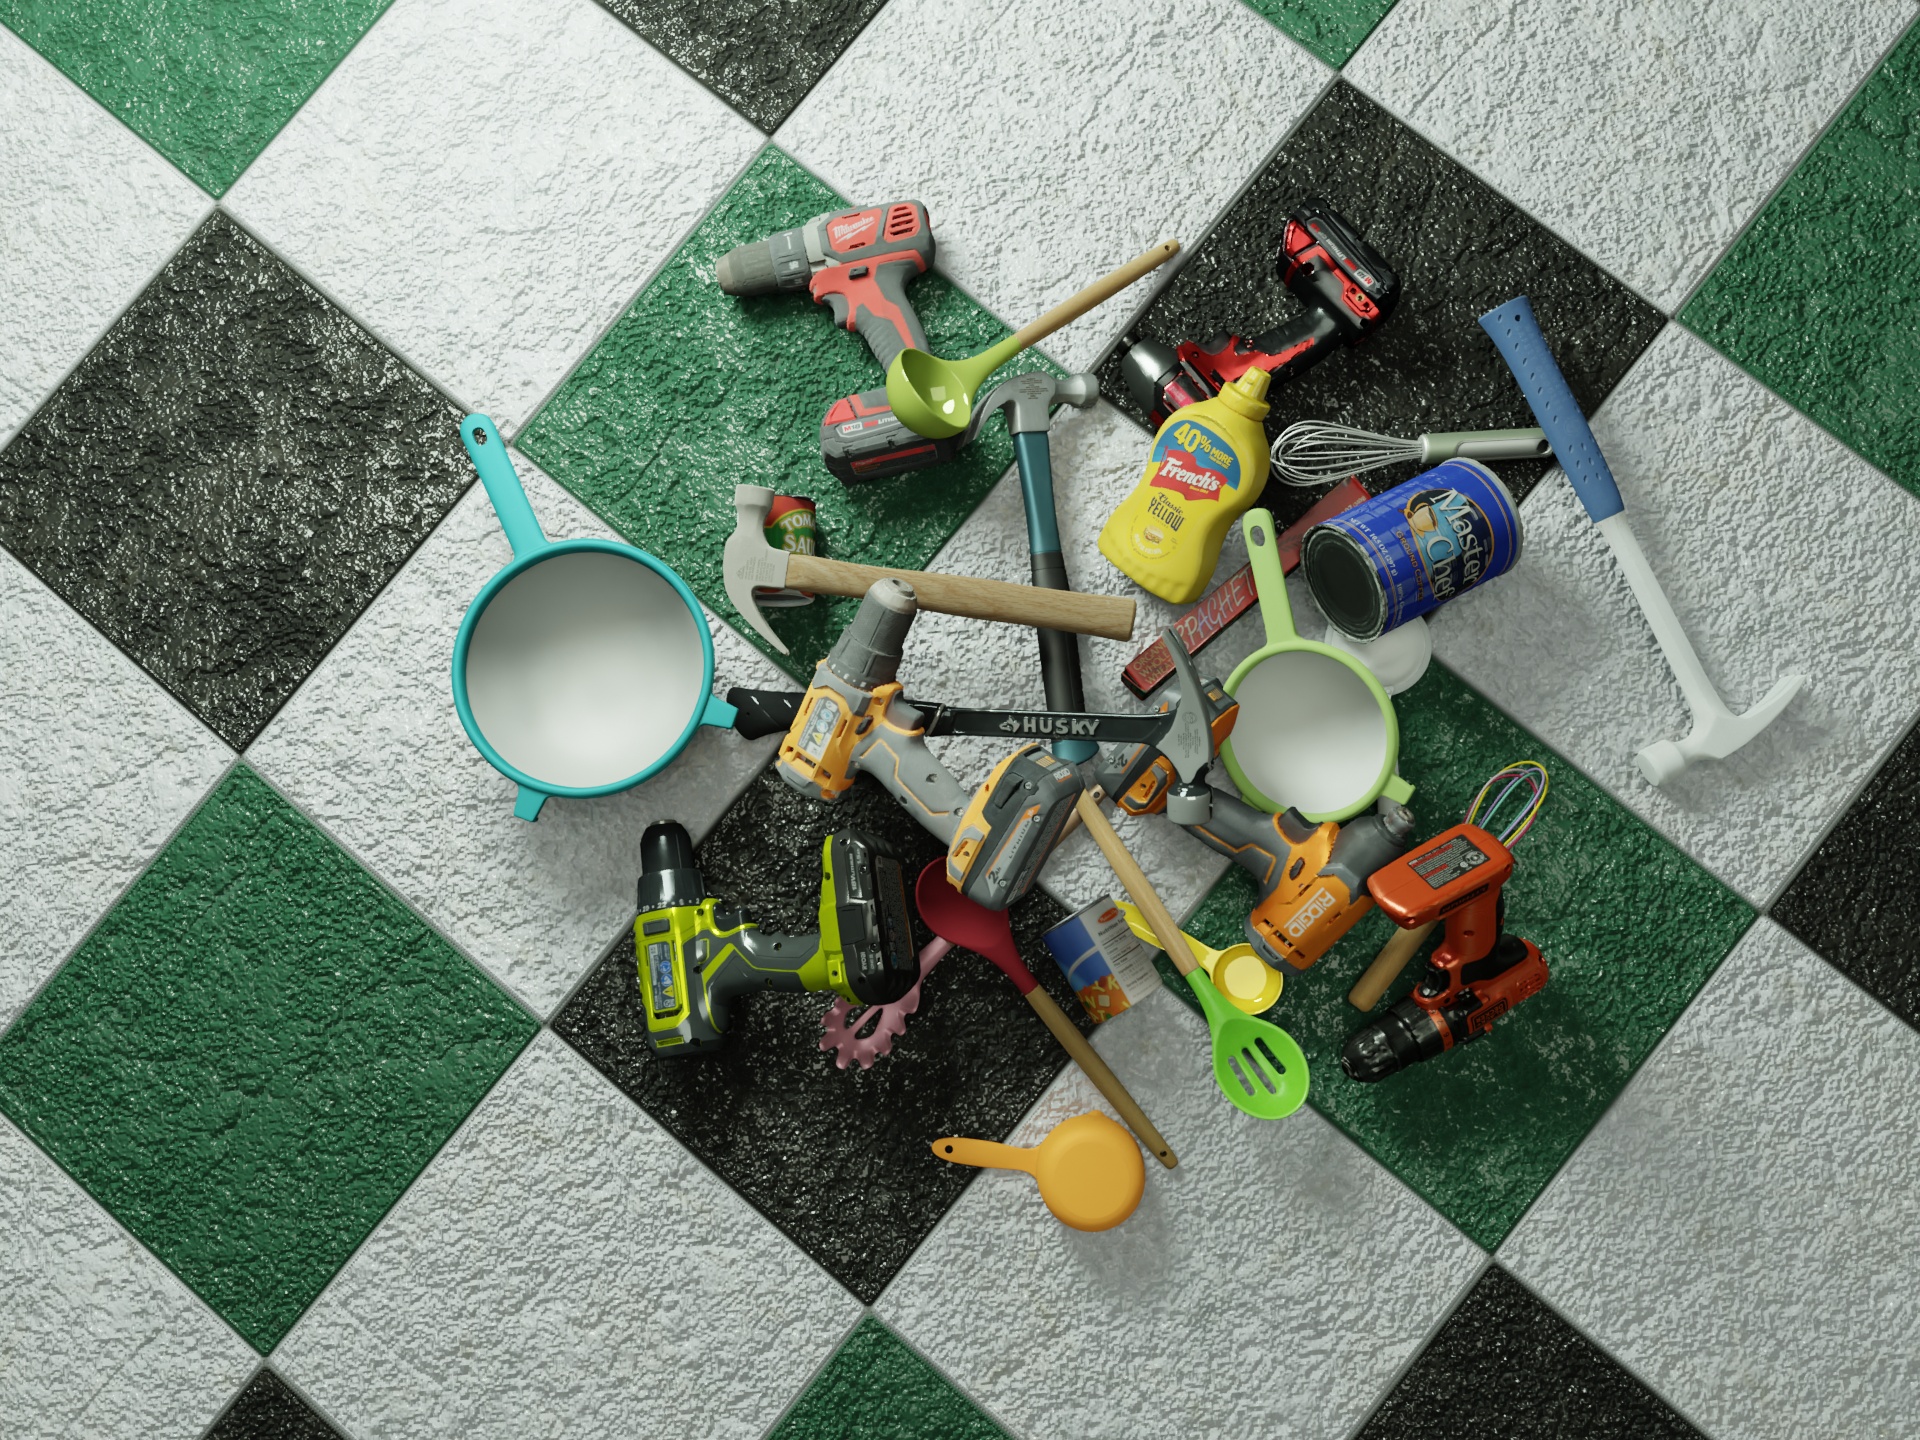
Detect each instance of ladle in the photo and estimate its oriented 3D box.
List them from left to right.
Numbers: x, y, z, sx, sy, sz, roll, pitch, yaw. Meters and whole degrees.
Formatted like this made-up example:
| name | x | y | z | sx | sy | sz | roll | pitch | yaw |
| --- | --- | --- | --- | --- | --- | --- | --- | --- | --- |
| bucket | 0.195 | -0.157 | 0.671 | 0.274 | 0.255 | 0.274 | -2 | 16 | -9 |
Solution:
| name | x | y | z | sx | sy | sz | roll | pitch | yaw |
| --- | --- | --- | --- | --- | --- | --- | --- | --- | --- |
| ladle | 0.069 | -0.324 | 1.295 | 0.320 | 0.062 | 0.078 | -36 | 91 | -22 |
| ladle | 0.074 | 0.235 | 1.275 | 0.069 | 0.031 | 0.315 | -38 | 92 | 5 |

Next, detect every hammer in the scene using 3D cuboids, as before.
| name | x | y | z | sx | sy | sz | roll | pitch | yaw |
| --- | --- | --- | --- | --- | --- | --- | --- | --- | --- |
| hammer | -0.025 | -0.100 | 1.271 | 0.331 | 0.031 | 0.130 | 9 | 93 | 1 |
| hammer | -0.002 | -0.004 | 1.258 | 0.409 | 0.036 | 0.149 | 3 | 104 | 21 |
| hammer | 0.074 | -0.125 | 1.316 | 0.128 | 0.033 | 0.331 | -6 | 87 | -25 |
| hammer | 0.536 | -0.158 | 1.290 | 0.144 | 0.035 | 0.405 | -26 | 89 | -1 |

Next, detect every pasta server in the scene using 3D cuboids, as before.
| name | x | y | z | sx | sy | sz | roll | pitch | yaw |
| --- | --- | --- | --- | --- | --- | --- | --- | --- | --- |
| pasta server | 0.008 | 0.162 | 1.299 | 0.316 | 0.040 | 0.060 | -44 | 91 | -3 |

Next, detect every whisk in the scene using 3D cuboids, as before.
| name | x | y | z | sx | sy | sz | roll | pitch | yaw |
| --- | --- | --- | --- | --- | --- | --- | --- | --- | --- |
| whisk | 0.376 | -0.225 | 1.320 | 0.246 | 0.059 | 0.057 | -3 | 122 | -2 |
| whisk | 0.392 | 0.133 | 1.285 | 0.047 | 0.051 | 0.245 | 38 | 91 | 27 |

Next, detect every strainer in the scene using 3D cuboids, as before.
| name | x | y | z | sx | sy | sz | roll | pitch | yaw |
| --- | --- | --- | --- | --- | --- | --- | --- | --- | --- |
| strainer | -0.328 | -0.093 | 1.318 | 0.211 | 0.095 | 0.340 | -26 | 81 | -3 |
| strainer | 0.274 | -0.046 | 1.276 | 0.151 | 0.069 | 0.256 | -11 | 94 | 35 |
| strainer | 0.347 | 0.004 | 1.299 | 0.087 | 0.050 | 0.258 | -4 | 87 | 7 |

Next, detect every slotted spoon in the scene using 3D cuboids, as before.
| name | x | y | z | sx | sy | sz | roll | pitch | yaw |
| --- | --- | --- | --- | --- | --- | --- | --- | --- | --- |
| slotted spoon | 0.172 | 0.177 | 1.269 | 0.070 | 0.031 | 0.314 | -32 | 78 | -6 |

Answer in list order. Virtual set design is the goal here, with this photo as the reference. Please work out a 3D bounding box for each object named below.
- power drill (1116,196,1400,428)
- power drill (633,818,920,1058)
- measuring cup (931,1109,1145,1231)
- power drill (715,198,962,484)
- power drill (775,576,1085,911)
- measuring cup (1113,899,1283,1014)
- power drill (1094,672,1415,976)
| name | x | y | z | sx | sy | sz | roll | pitch | yaw |
| --- | --- | --- | --- | --- | --- | --- | --- | --- | --- |
| power drill | 0.243 | -0.320 | 1.324 | 0.219 | 0.078 | 0.143 | -42 | 84 | 1 |
| power drill | -0.158 | 0.158 | 1.268 | 0.228 | 0.080 | 0.191 | -13 | 76 | 19 |
| measuring cup | 0.062 | 0.355 | 1.265 | 0.173 | 0.052 | 0.095 | 8 | 84 | 2 |
| power drill | -0.099 | -0.321 | 1.342 | 0.188 | 0.080 | 0.227 | -12 | 80 | 2 |
| power drill | -0.019 | 0.015 | 1.210 | 0.226 | 0.084 | 0.185 | 33 | 112 | 18 |
| measuring cup | 0.189 | 0.186 | 1.296 | 0.156 | 0.029 | 0.062 | 27 | 91 | 15 |
| power drill | 0.234 | 0.069 | 1.242 | 0.226 | 0.084 | 0.164 | 45 | 120 | 12 |
